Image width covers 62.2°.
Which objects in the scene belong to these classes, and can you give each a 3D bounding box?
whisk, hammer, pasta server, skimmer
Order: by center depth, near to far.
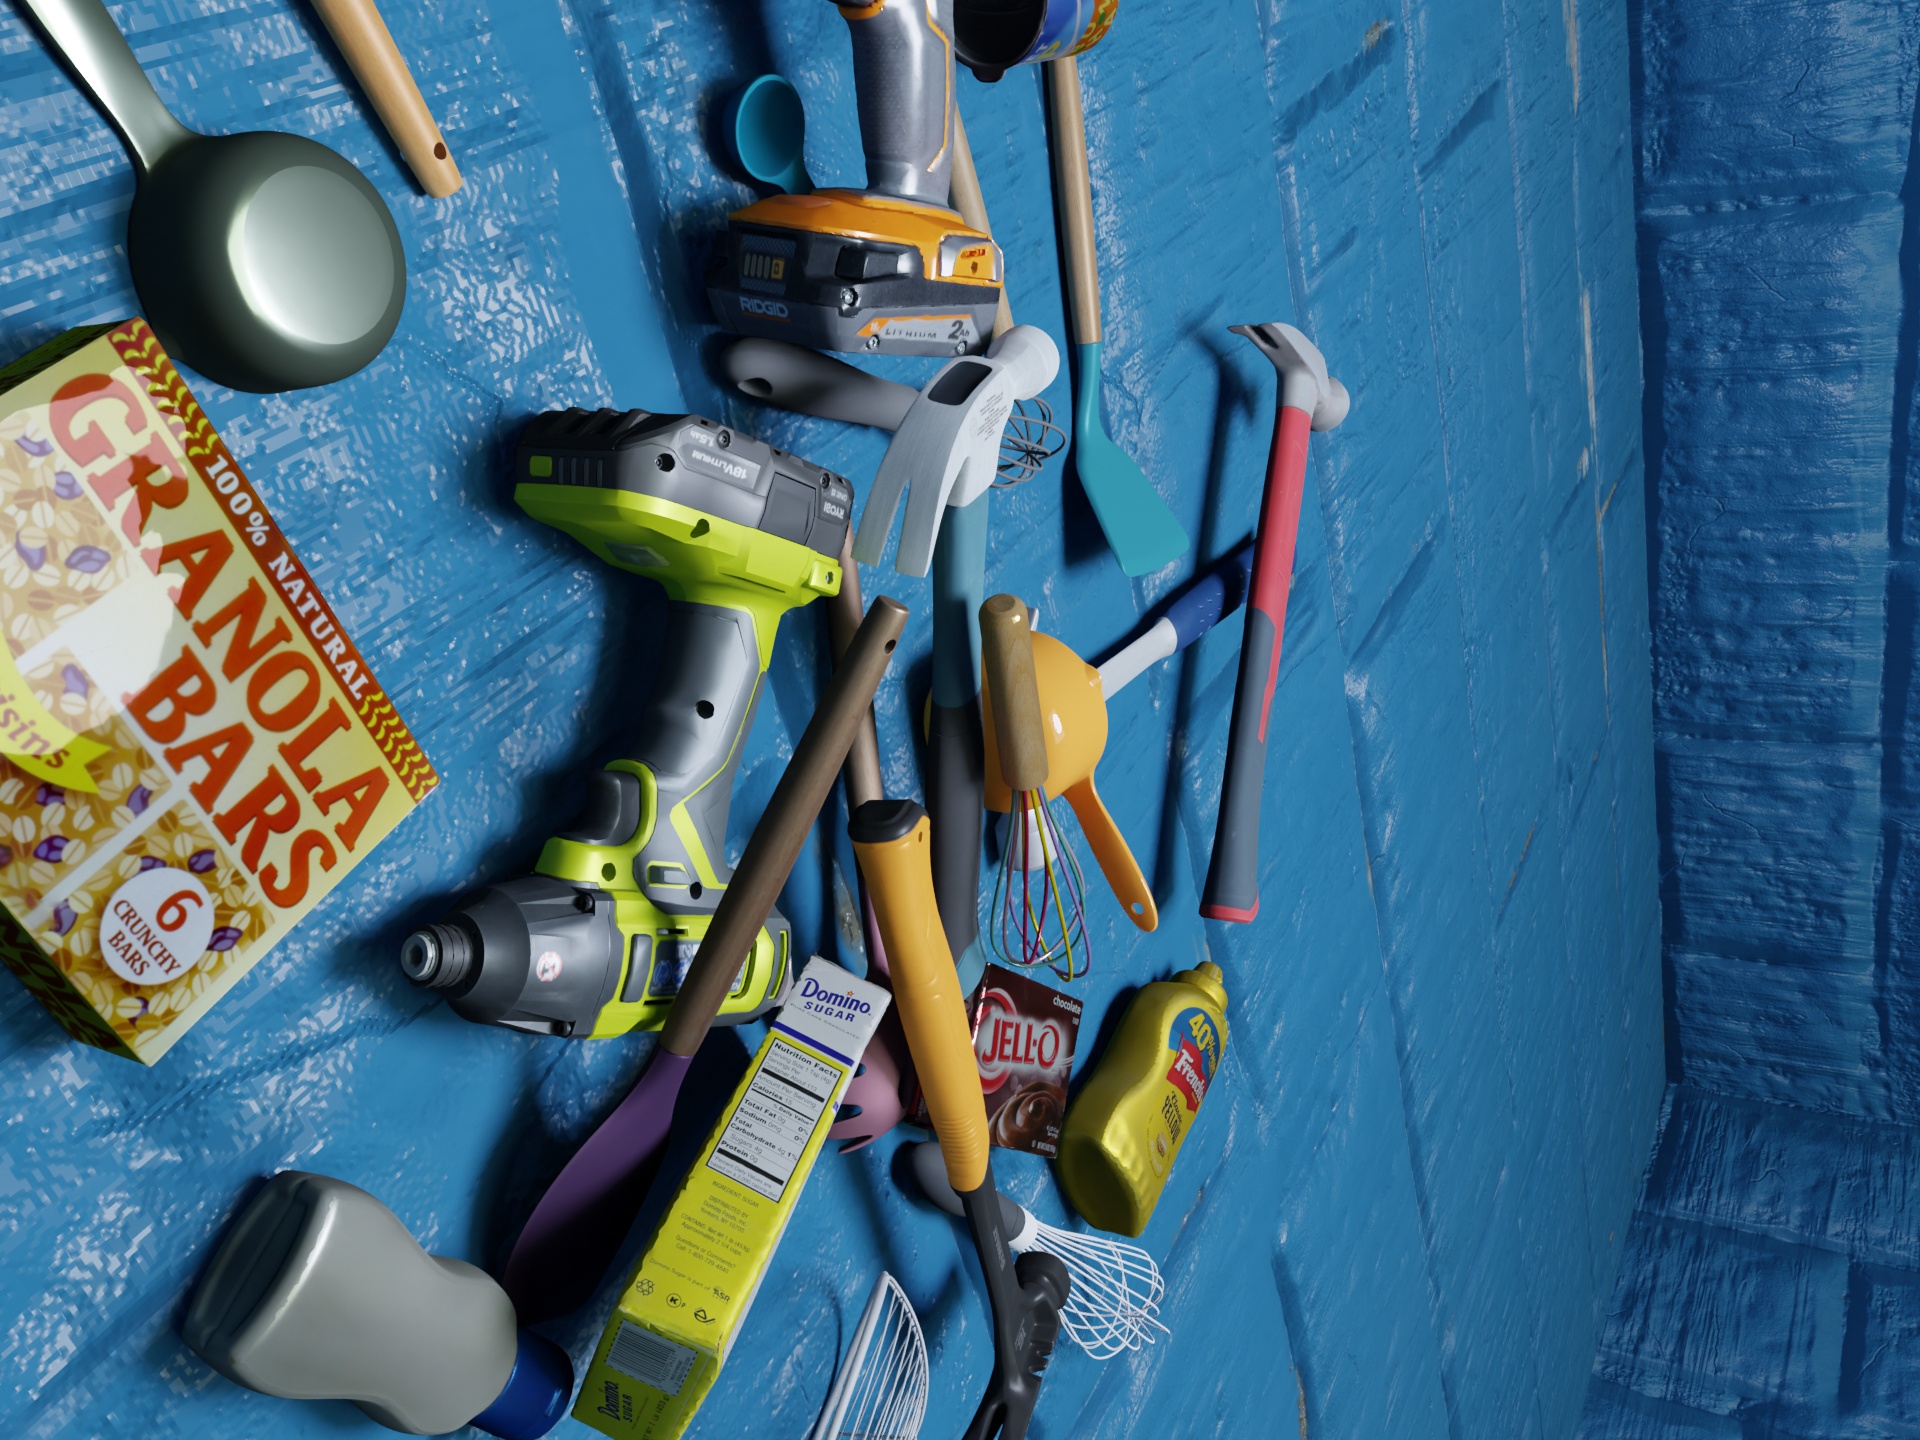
[{"bbox_3d":[-0.143,0.296,0.623,0.363,0.090,0.127,11,105,-47],"label":"skimmer"},{"bbox_3d":[-0.001,-0.002,0.726,0.128,0.033,0.330,-47,146,-47],"label":"hammer"},{"bbox_3d":[-0.003,0.190,0.741,0.127,0.034,0.336,-57,140,-57],"label":"hammer"},{"bbox_3d":[-0.051,0.047,0.744,0.060,0.040,0.316,-21,107,-71],"label":"pasta server"},{"bbox_3d":[0.030,0.039,0.745,0.047,0.051,0.244,-82,167,-47],"label":"whisk"},{"bbox_3d":[-0.025,-0.147,0.749,0.238,0.055,0.055,2,92,-54],"label":"whisk"},{"bbox_3d":[0.046,0.298,0.905,0.284,0.070,0.070,49,53,-42],"label":"whisk"},{"bbox_3d":[0.125,-0.055,1.003,0.405,0.035,0.144,-35,122,-51],"label":"hammer"},{"bbox_3d":[0.192,-0.062,1.040,0.143,0.038,0.386,20,77,-56],"label":"hammer"}]

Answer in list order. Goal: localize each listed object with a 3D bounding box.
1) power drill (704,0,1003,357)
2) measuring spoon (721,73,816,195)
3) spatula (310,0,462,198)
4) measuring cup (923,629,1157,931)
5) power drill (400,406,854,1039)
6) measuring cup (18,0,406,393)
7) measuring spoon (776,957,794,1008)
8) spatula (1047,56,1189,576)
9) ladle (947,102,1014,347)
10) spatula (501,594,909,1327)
[{"bbox_3d":[-0.039,-0.264,0.628,0.164,0.084,0.226,-14,117,-52],"label":"power drill"},{"bbox_3d":[-0.074,-0.224,0.696,0.042,0.021,0.128,-56,148,-20],"label":"measuring spoon"},{"bbox_3d":[-0.228,-0.291,0.437,0.081,0.041,0.322,-61,144,-35],"label":"spatula"},{"bbox_3d":[0.045,0.040,0.803,0.052,0.095,0.173,-29,90,-50],"label":"measuring cup"},{"bbox_3d":[-0.119,0.005,0.591,0.171,0.080,0.223,13,85,-58],"label":"power drill"},{"bbox_3d":[-0.217,-0.168,0.448,0.083,0.038,0.167,-61,142,-34],"label":"measuring cup"},{"bbox_3d":[-0.078,0.140,0.730,0.034,0.018,0.124,-73,154,-42],"label":"measuring spoon"},{"bbox_3d":[0.081,-0.243,0.906,0.082,0.044,0.317,-28,115,-49],"label":"spatula"},{"bbox_3d":[-0.022,-0.295,0.753,0.078,0.062,0.319,-60,146,-35],"label":"ladle"},{"bbox_3d":[-0.094,0.096,0.573,0.059,0.018,0.316,8,113,-55],"label":"spatula"}]
